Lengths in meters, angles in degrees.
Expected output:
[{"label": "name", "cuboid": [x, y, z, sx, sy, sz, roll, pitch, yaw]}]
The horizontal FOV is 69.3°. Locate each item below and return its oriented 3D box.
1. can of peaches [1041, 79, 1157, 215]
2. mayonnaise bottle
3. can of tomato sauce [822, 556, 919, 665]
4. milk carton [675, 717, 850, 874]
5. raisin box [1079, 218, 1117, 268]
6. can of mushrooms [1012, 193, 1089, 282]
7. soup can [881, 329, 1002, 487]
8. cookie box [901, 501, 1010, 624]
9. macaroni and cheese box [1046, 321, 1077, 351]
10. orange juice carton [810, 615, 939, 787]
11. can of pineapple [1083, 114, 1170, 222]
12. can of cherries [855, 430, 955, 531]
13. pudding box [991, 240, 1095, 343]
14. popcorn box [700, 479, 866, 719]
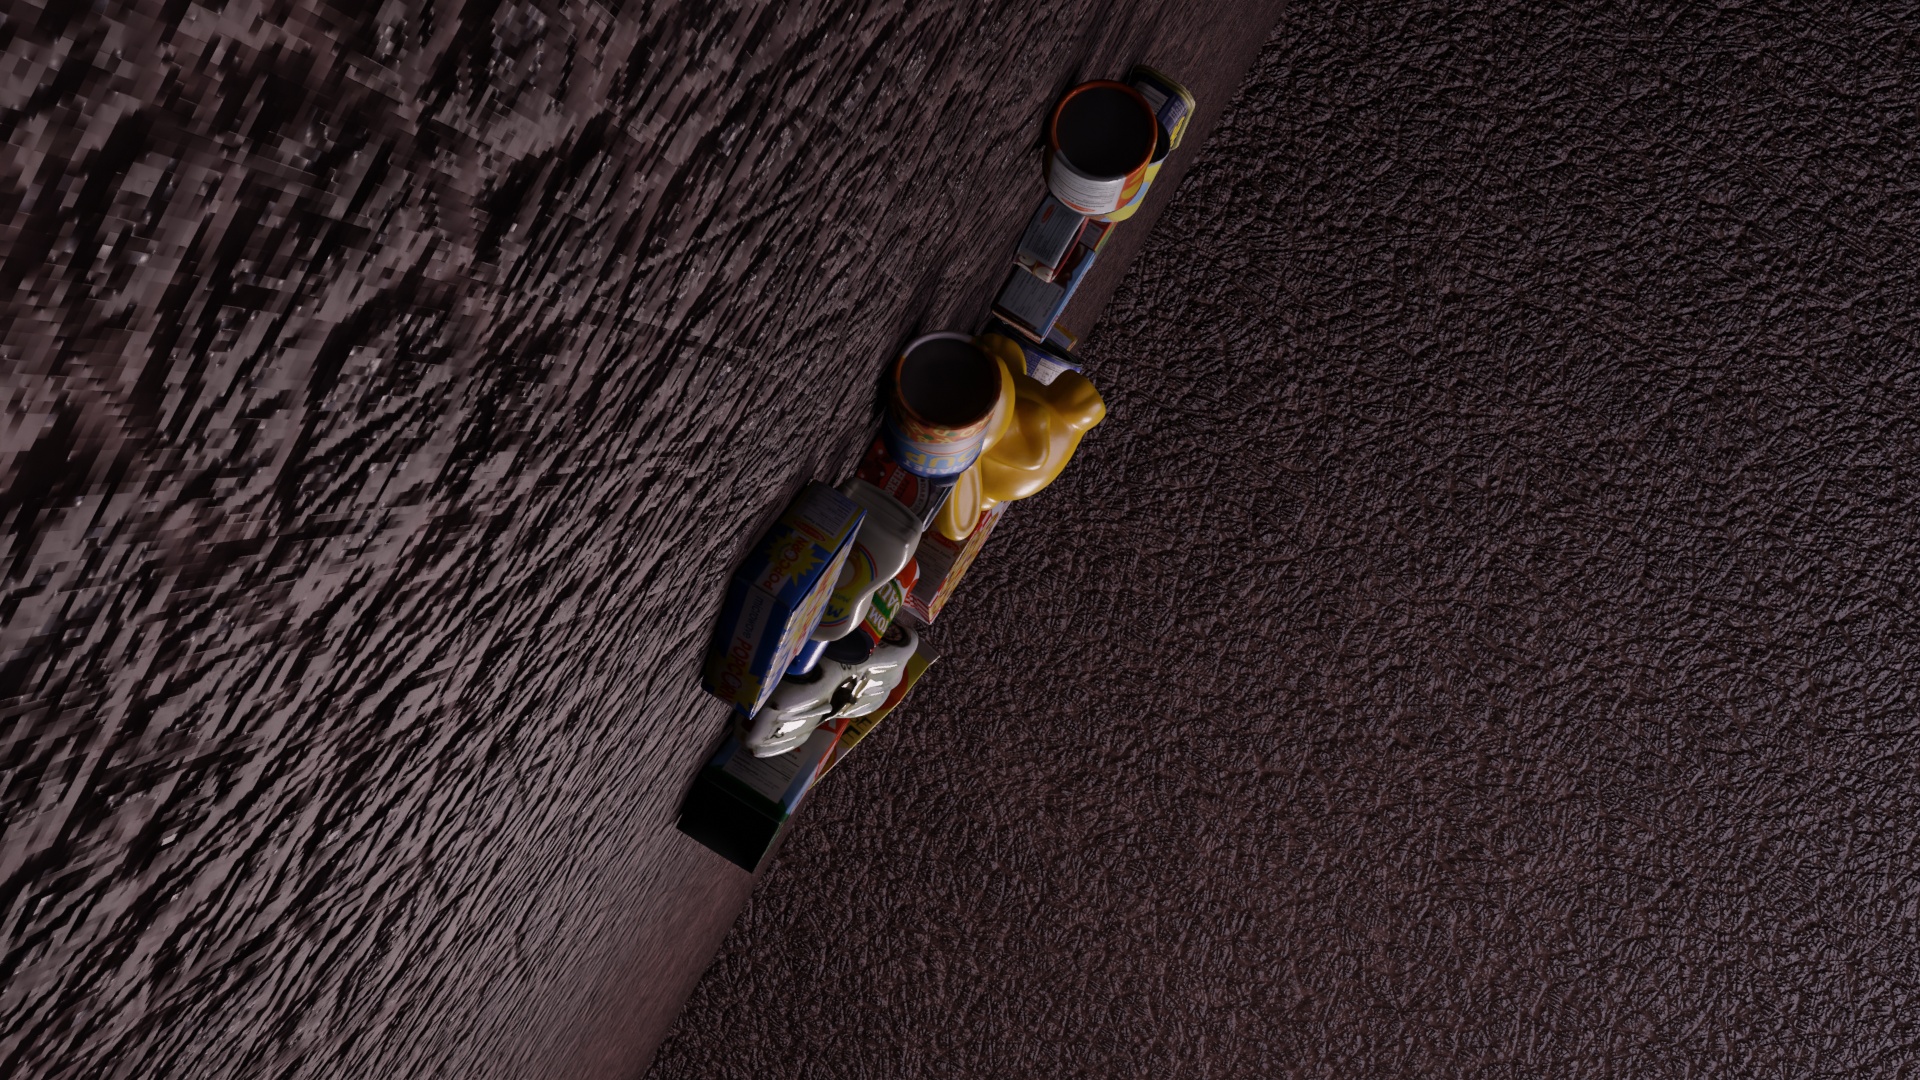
[{"label": "can of peaches", "cuboid": [0.085, -0.244, 0.855, 0.071, 0.071, 0.058, -58, 177, -6]}, {"label": "mayonnaise bottle", "cuboid": [-0.082, 0.029, 0.895, 0.147, 0.065, 0.041, -56, 180, 36]}, {"label": "can of tomato sauce", "cuboid": [-0.076, 0.041, 1.040, 0.083, 0.071, 0.070, -58, 177, -37]}, {"label": "milk carton", "cuboid": [-0.150, 0.175, 1.150, 0.072, 0.073, 0.191, -61, 177, 36]}, {"label": "raisin box", "cuboid": [0.132, -0.311, 1.277, 0.123, 0.040, 0.086, -58, 177, 16]}, {"label": "can of mushrooms", "cuboid": [0.071, -0.233, 1.063, 0.071, 0.033, 0.071, -59, 177, -5]}, {"label": "soup can", "cuboid": [-0.012, -0.079, 0.846, 0.071, 0.071, 0.083, -58, 177, -18]}, {"label": "cookie box", "cuboid": [0.004, -0.015, 1.180, 0.168, 0.040, 0.122, -57, 174, -10]}, {"label": "macaroni and cheese box", "cuboid": [0.034, -0.122, 1.289, 0.167, 0.040, 0.123, -52, -179, -8]}, {"label": "orange juice carton", "cuboid": [-0.100, 0.137, 1.274, 0.192, 0.072, 0.073, -46, -176, 31]}, {"label": "can of pineapple", "cuboid": [0.104, -0.265, 0.970, 0.071, 0.071, 0.057, -57, 177, -36]}, {"label": "can of cherries", "cuboid": [-0.033, -0.048, 0.945, 0.071, 0.058, 0.071, -58, 178, -3]}, {"label": "pudding box", "cuboid": [0.067, -0.207, 1.114, 0.083, 0.050, 0.030, -59, 179, -2]}, {"label": "popcorn box", "cuboid": [-0.102, 0.035, 0.795, 0.085, 0.038, 0.126, -58, 178, -39]}]
